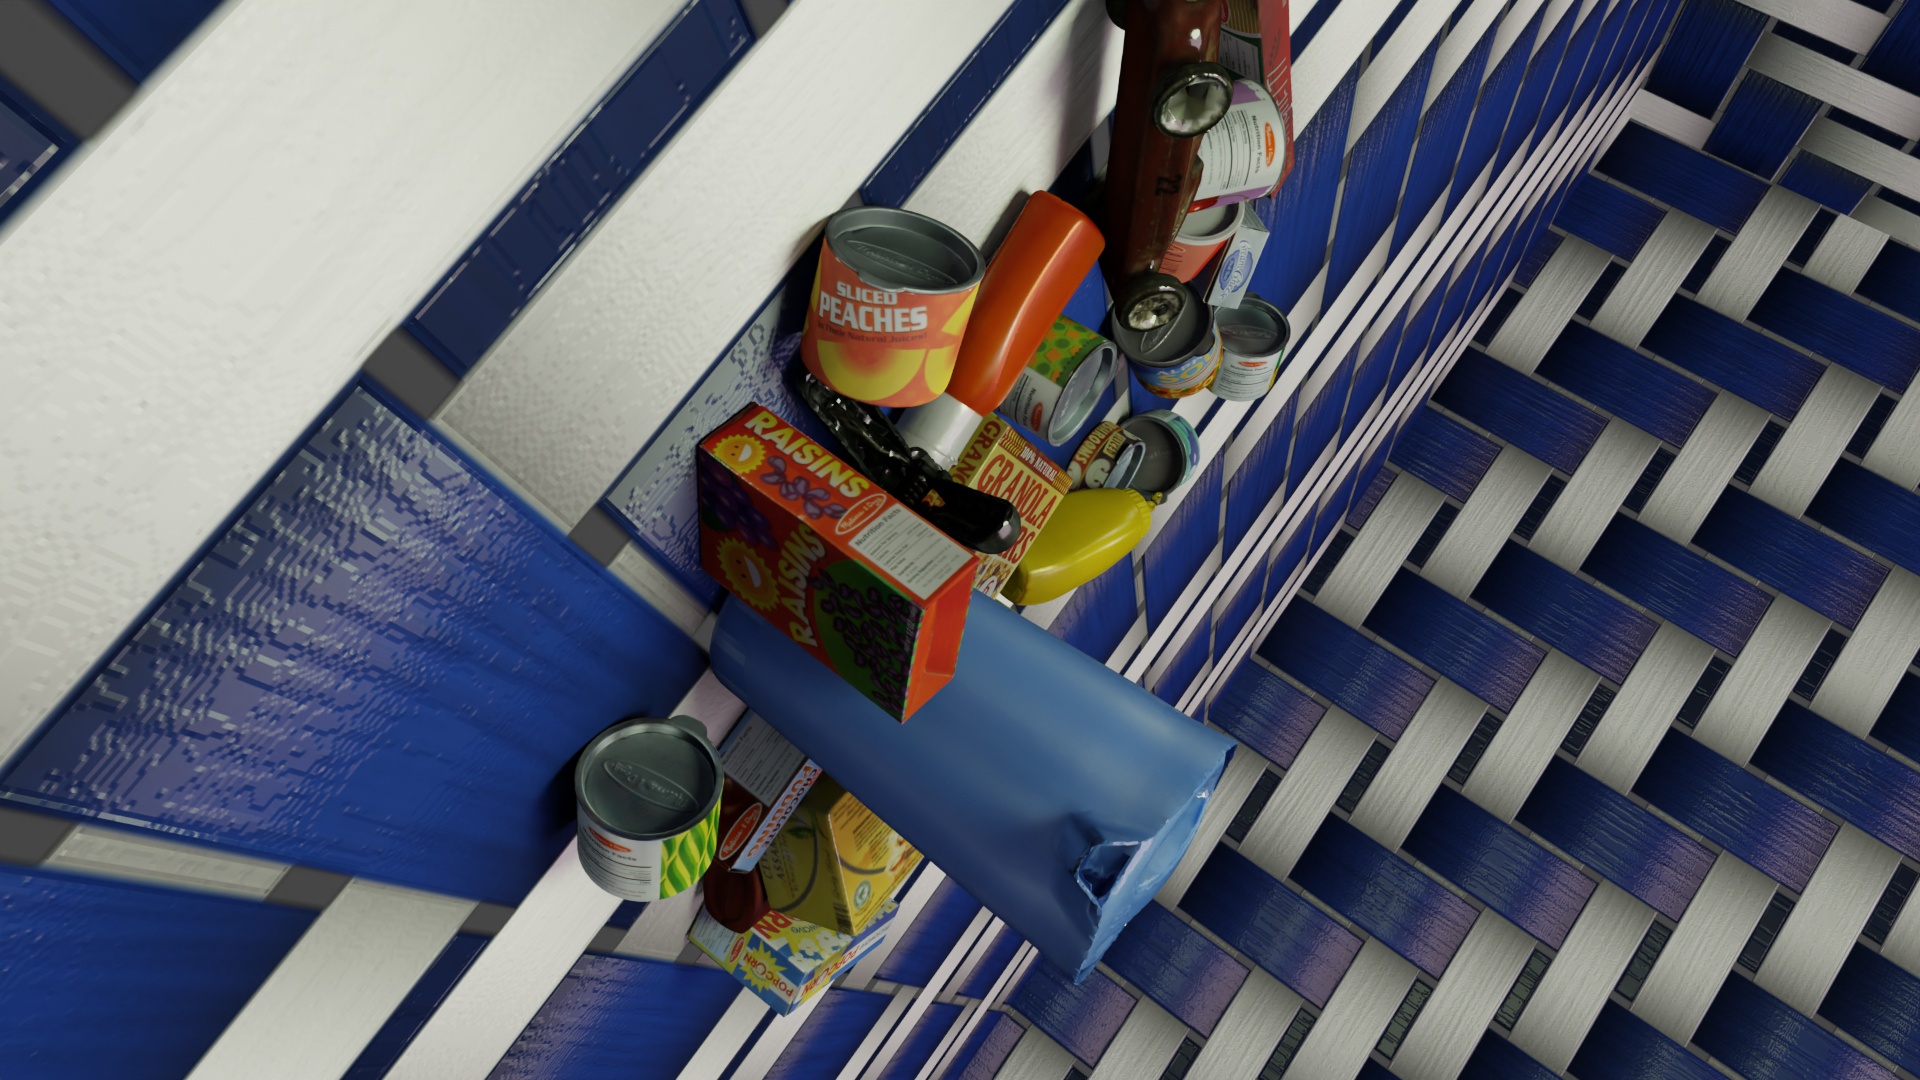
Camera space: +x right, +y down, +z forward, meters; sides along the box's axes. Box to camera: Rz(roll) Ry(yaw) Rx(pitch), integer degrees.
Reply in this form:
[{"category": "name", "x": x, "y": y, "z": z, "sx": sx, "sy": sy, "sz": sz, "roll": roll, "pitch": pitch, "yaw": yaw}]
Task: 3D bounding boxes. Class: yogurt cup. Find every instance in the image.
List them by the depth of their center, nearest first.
[{"category": "yogurt cup", "x": 0.125, "y": -0.187, "z": 0.815, "sx": 0.073, "sy": 0.072, "sz": 0.053, "roll": -47, "pitch": 172, "yaw": -27}]

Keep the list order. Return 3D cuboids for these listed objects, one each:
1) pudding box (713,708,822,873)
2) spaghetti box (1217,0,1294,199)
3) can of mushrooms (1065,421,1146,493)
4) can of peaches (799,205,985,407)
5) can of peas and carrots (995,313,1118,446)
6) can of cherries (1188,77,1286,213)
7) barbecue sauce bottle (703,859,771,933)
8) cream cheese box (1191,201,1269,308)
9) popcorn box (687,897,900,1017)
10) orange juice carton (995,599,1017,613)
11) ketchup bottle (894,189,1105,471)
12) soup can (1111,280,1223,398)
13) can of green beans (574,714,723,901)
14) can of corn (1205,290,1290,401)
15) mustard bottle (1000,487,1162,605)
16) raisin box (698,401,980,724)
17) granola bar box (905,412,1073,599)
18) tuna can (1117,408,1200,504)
[{"category": "pudding box", "x": -0.116, "y": 0.135, "z": 0.768, "sx": 0.084, "sy": 0.050, "sz": 0.030, "roll": -54, "pitch": 158, "yaw": -7}, {"category": "spaghetti box", "x": 0.161, "y": -0.267, "z": 0.795, "sx": 0.028, "sy": 0.050, "sz": 0.250, "roll": -55, "pitch": 162, "yaw": -1}, {"category": "can of mushrooms", "x": 0.108, "y": -0.055, "z": 1.039, "sx": 0.071, "sy": 0.033, "sz": 0.070, "roll": -48, "pitch": 160, "yaw": -23}, {"category": "can of peaches", "x": -0.030, "y": -0.095, "z": 0.571, "sx": 0.071, "sy": 0.071, "sz": 0.057, "roll": -36, "pitch": 154, "yaw": -47}, {"category": "can of peas and carrots", "x": 0.046, "y": -0.096, "z": 0.775, "sx": 0.071, "sy": 0.059, "sz": 0.070, "roll": -49, "pitch": 161, "yaw": -24}, {"category": "can of cherries", "x": 0.134, "y": -0.215, "z": 0.763, "sx": 0.058, "sy": 0.072, "sz": 0.071, "roll": -17, "pitch": 146, "yaw": -20}, {"category": "barbecue sauce bottle", "x": -0.103, "y": 0.191, "z": 0.903, "sx": 0.149, "sy": 0.044, "sz": 0.064, "roll": -31, "pitch": 142, "yaw": -54}, {"category": "cream cheese box", "x": 0.159, "y": -0.192, "z": 0.868, "sx": 0.104, "sy": 0.024, "sz": 0.053, "roll": -99, "pitch": -156, "yaw": -54}, {"category": "popcorn box", "x": -0.108, "y": 0.254, "z": 0.928, "sx": 0.127, "sy": 0.085, "sz": 0.038, "roll": -14, "pitch": 134, "yaw": -63}, {"category": "orange juice carton", "x": -0.009, "y": 0.130, "z": 0.992, "sx": 0.072, "sy": 0.073, "sz": 0.191, "roll": -37, "pitch": 154, "yaw": -46}, {"category": "ketchup bottle", "x": 0.017, "y": -0.104, "z": 0.712, "sx": 0.148, "sy": 0.043, "sz": 0.064, "roll": -57, "pitch": 167, "yaw": 3}, {"category": "soup can", "x": 0.143, "y": -0.135, "z": 0.934, "sx": 0.071, "sy": 0.071, "sz": 0.083, "roll": -57, "pitch": 162, "yaw": 1}, {"category": "can of green beans", "x": -0.146, "y": 0.126, "z": 0.649, "sx": 0.071, "sy": 0.071, "sz": 0.057, "roll": -41, "pitch": 157, "yaw": -39}, {"category": "can of corn", "x": 0.229, "y": -0.157, "z": 1.128, "sx": 0.071, "sy": 0.071, "sz": 0.058, "roll": -47, "pitch": 160, "yaw": -27}, {"category": "mustard bottle", "x": 0.088, "y": -0.004, "z": 0.978, "sx": 0.161, "sy": 0.065, "sz": 0.048, "roll": -20, "pitch": 146, "yaw": -35}, {"category": "raisin box", "x": -0.055, "y": 0.009, "z": 0.592, "sx": 0.040, "sy": 0.123, "sz": 0.085, "roll": -42, "pitch": 157, "yaw": -34}, {"category": "granola bar box", "x": 0.003, "y": -0.011, "z": 0.841, "sx": 0.124, "sy": 0.039, "sz": 0.165, "roll": -57, "pitch": 162, "yaw": 2}, {"category": "tuna can", "x": 0.150, "y": -0.065, "z": 1.074, "sx": 0.033, "sy": 0.071, "sz": 0.070, "roll": -29, "pitch": 147, "yaw": -55}]
